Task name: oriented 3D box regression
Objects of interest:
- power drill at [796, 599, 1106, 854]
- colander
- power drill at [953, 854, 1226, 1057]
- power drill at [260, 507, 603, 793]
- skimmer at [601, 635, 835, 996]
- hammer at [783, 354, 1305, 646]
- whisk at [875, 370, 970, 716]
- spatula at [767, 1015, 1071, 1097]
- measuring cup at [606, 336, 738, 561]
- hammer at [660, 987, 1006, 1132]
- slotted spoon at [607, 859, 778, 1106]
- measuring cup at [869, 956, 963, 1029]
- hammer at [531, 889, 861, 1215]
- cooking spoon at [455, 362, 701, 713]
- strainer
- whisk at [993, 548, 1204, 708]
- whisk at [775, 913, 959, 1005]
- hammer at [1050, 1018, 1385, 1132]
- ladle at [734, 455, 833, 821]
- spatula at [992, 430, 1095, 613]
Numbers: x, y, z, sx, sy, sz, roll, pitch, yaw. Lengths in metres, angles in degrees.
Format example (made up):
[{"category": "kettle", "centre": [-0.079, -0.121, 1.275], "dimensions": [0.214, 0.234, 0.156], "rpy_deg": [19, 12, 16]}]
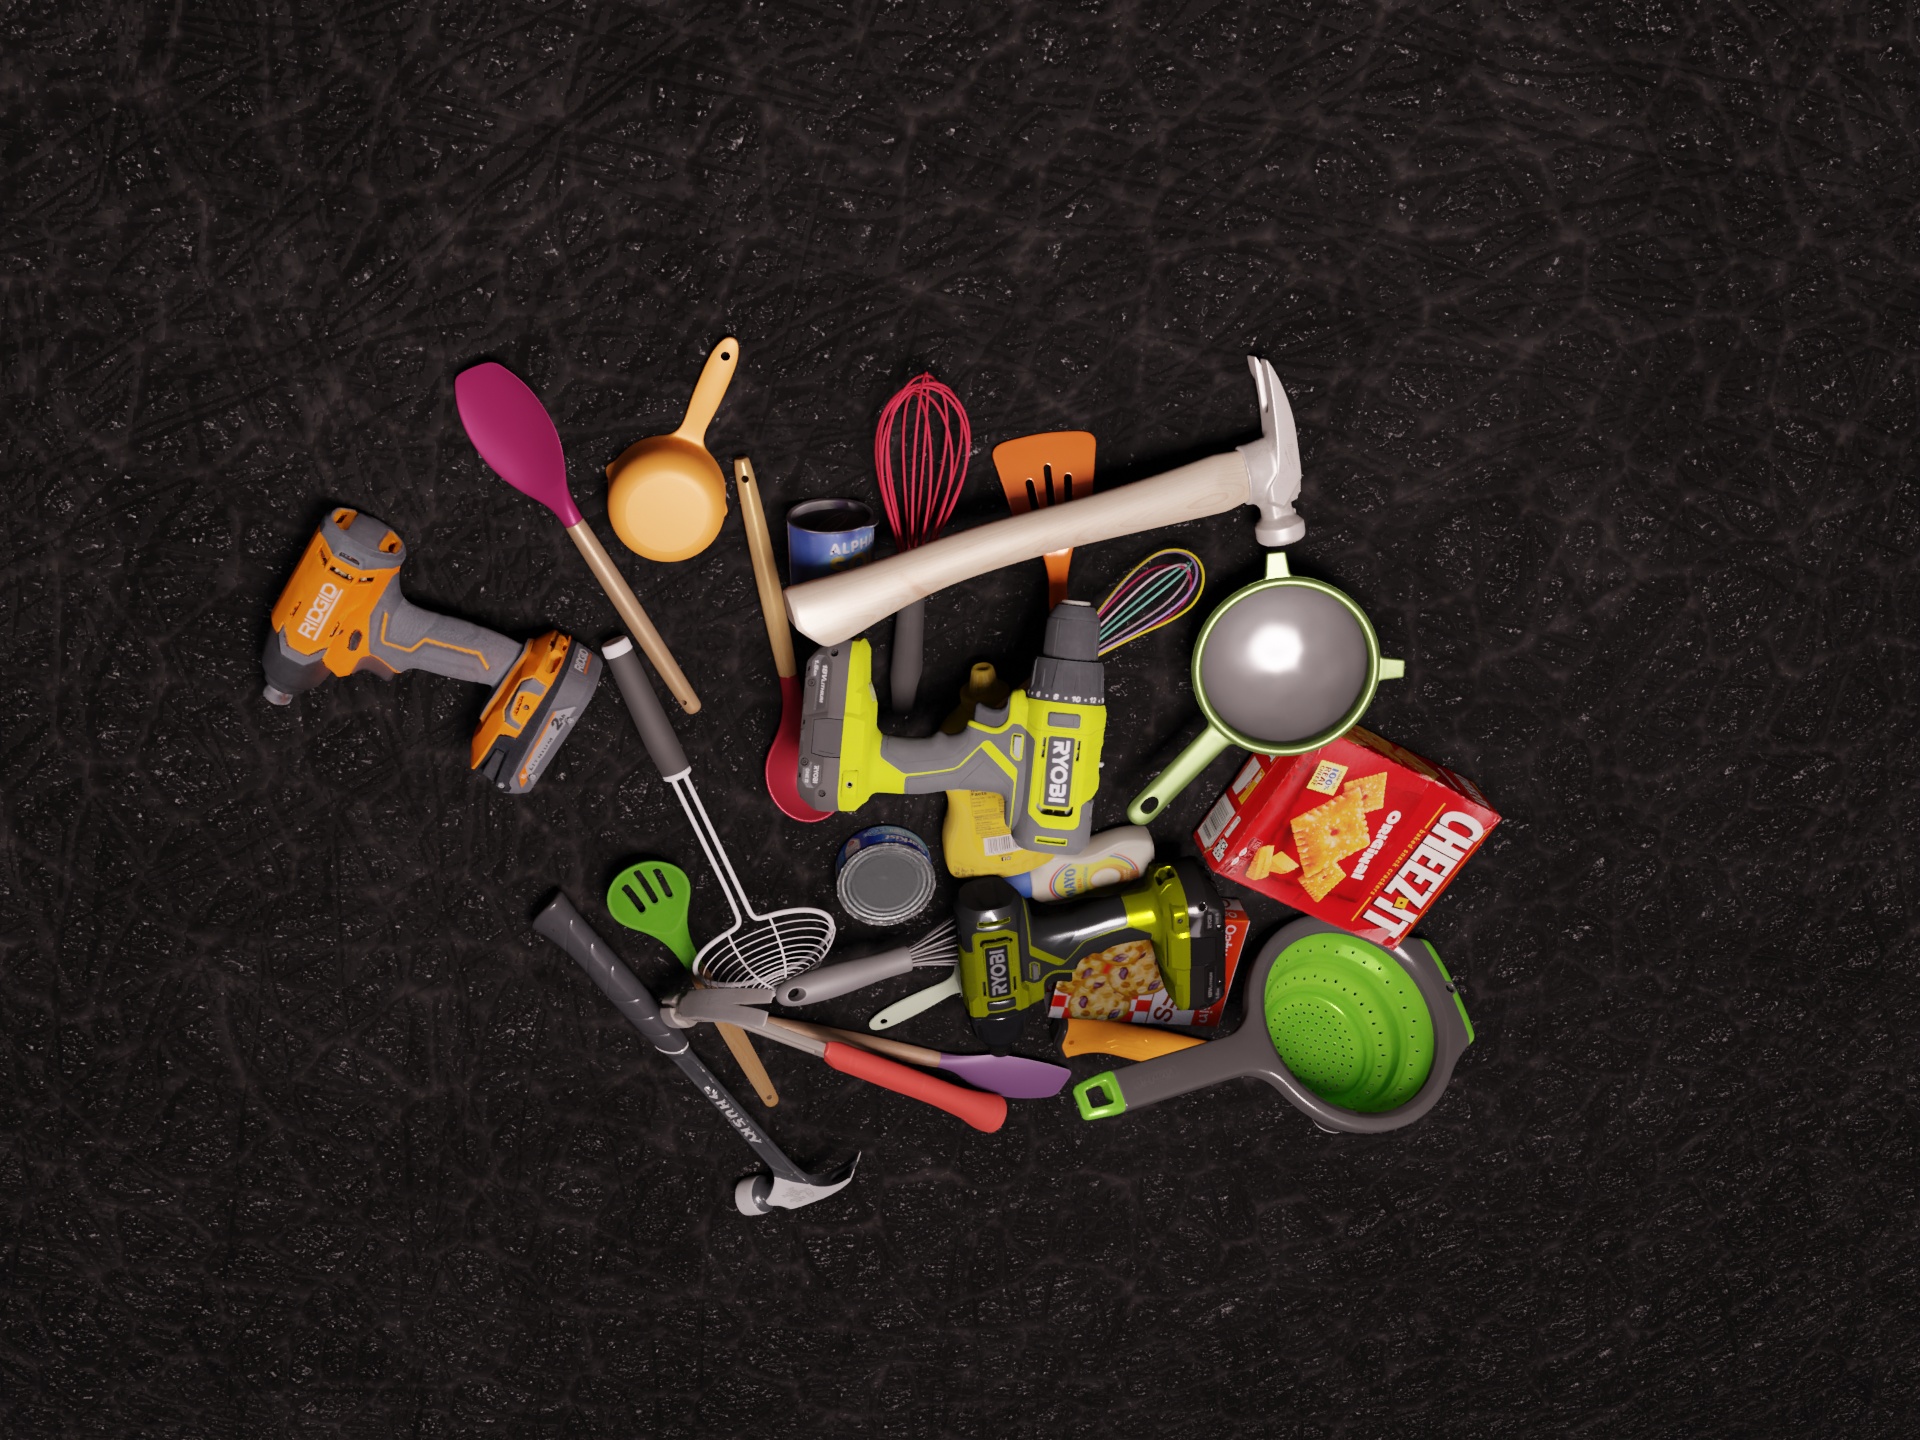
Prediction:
[{"category": "power drill", "centre": [-0.002, -0.004, 1.213], "dimensions": [0.228, 0.080, 0.190], "rpy_deg": [6, 95, 2]}, {"category": "colander", "centre": [0.271, 0.304, 1.445], "dimensions": [0.397, 0.205, 0.094], "rpy_deg": [-11, 155, -22]}, {"category": "power drill", "centre": [0.109, 0.204, 1.370], "dimensions": [0.223, 0.080, 0.171], "rpy_deg": [-9, 120, -7]}, {"category": "power drill", "centre": [-0.407, -0.038, 1.202], "dimensions": [0.226, 0.084, 0.164], "rpy_deg": [31, 111, -19]}, {"category": "skimmer", "centre": [-0.213, 0.086, 1.326], "dimensions": [0.127, 0.090, 0.363], "rpy_deg": [-23, 112, -3]}, {"category": "hammer", "centre": [0.065, -0.151, 1.186], "dimensions": [0.410, 0.038, 0.146], "rpy_deg": [-18, 112, -12]}, {"category": "whisk", "centre": [-0.035, -0.127, 1.225], "dimensions": [0.073, 0.073, 0.295], "rpy_deg": [-1, 124, -9]}, {"category": "spatula", "centre": [-0.046, 0.315, 1.494], "dimensions": [0.315, 0.018, 0.059], "rpy_deg": [16, 127, -18]}, {"category": "measuring cup", "centre": [-0.199, -0.195, 1.161], "dimensions": [0.095, 0.052, 0.173], "rpy_deg": [20, 116, -19]}, {"category": "hammer", "centre": [-0.085, 0.304, 1.413], "dimensions": [0.358, 0.037, 0.149], "rpy_deg": [30, 154, -36]}, {"category": "slotted spoon", "centre": [-0.228, 0.238, 1.416], "dimensions": [0.070, 0.031, 0.313], "rpy_deg": [-27, 123, -7]}, {"category": "measuring cup", "centre": [-0.006, 0.254, 1.453], "dimensions": [0.167, 0.038, 0.083], "rpy_deg": [-26, 120, 3]}, {"category": "hammer", "centre": [-0.244, 0.303, 1.426], "dimensions": [0.149, 0.036, 0.408], "rpy_deg": [-19, 120, 30]}, {"category": "cooking spoon", "centre": [-0.279, -0.129, 1.204], "dimensions": [0.069, 0.017, 0.318], "rpy_deg": [-15, 123, 22]}, {"category": "strainer", "centre": [0.228, -0.014, 1.319], "dimensions": [0.151, 0.069, 0.256], "rpy_deg": [40, 107, -9]}, {"category": "whisk", "centre": [0.095, -0.049, 1.259], "dimensions": [0.245, 0.051, 0.047], "rpy_deg": [-40, 109, 1]}, {"category": "whisk", "centre": [-0.048, 0.204, 1.381], "dimensions": [0.239, 0.055, 0.055], "rpy_deg": [-14, 122, -22]}, {"category": "hammer", "centre": [0.248, 0.321, 1.537], "dimensions": [0.336, 0.034, 0.127], "rpy_deg": [13, 117, -16]}, {"category": "ladle", "centre": [-0.143, -0.060, 1.263], "dimensions": [0.069, 0.031, 0.315], "rpy_deg": [-12, 118, -6]}, {"category": "spatula", "centre": [0.080, -0.077, 1.294], "dimensions": [0.081, 0.041, 0.322], "rpy_deg": [-9, 124, -5]}]
